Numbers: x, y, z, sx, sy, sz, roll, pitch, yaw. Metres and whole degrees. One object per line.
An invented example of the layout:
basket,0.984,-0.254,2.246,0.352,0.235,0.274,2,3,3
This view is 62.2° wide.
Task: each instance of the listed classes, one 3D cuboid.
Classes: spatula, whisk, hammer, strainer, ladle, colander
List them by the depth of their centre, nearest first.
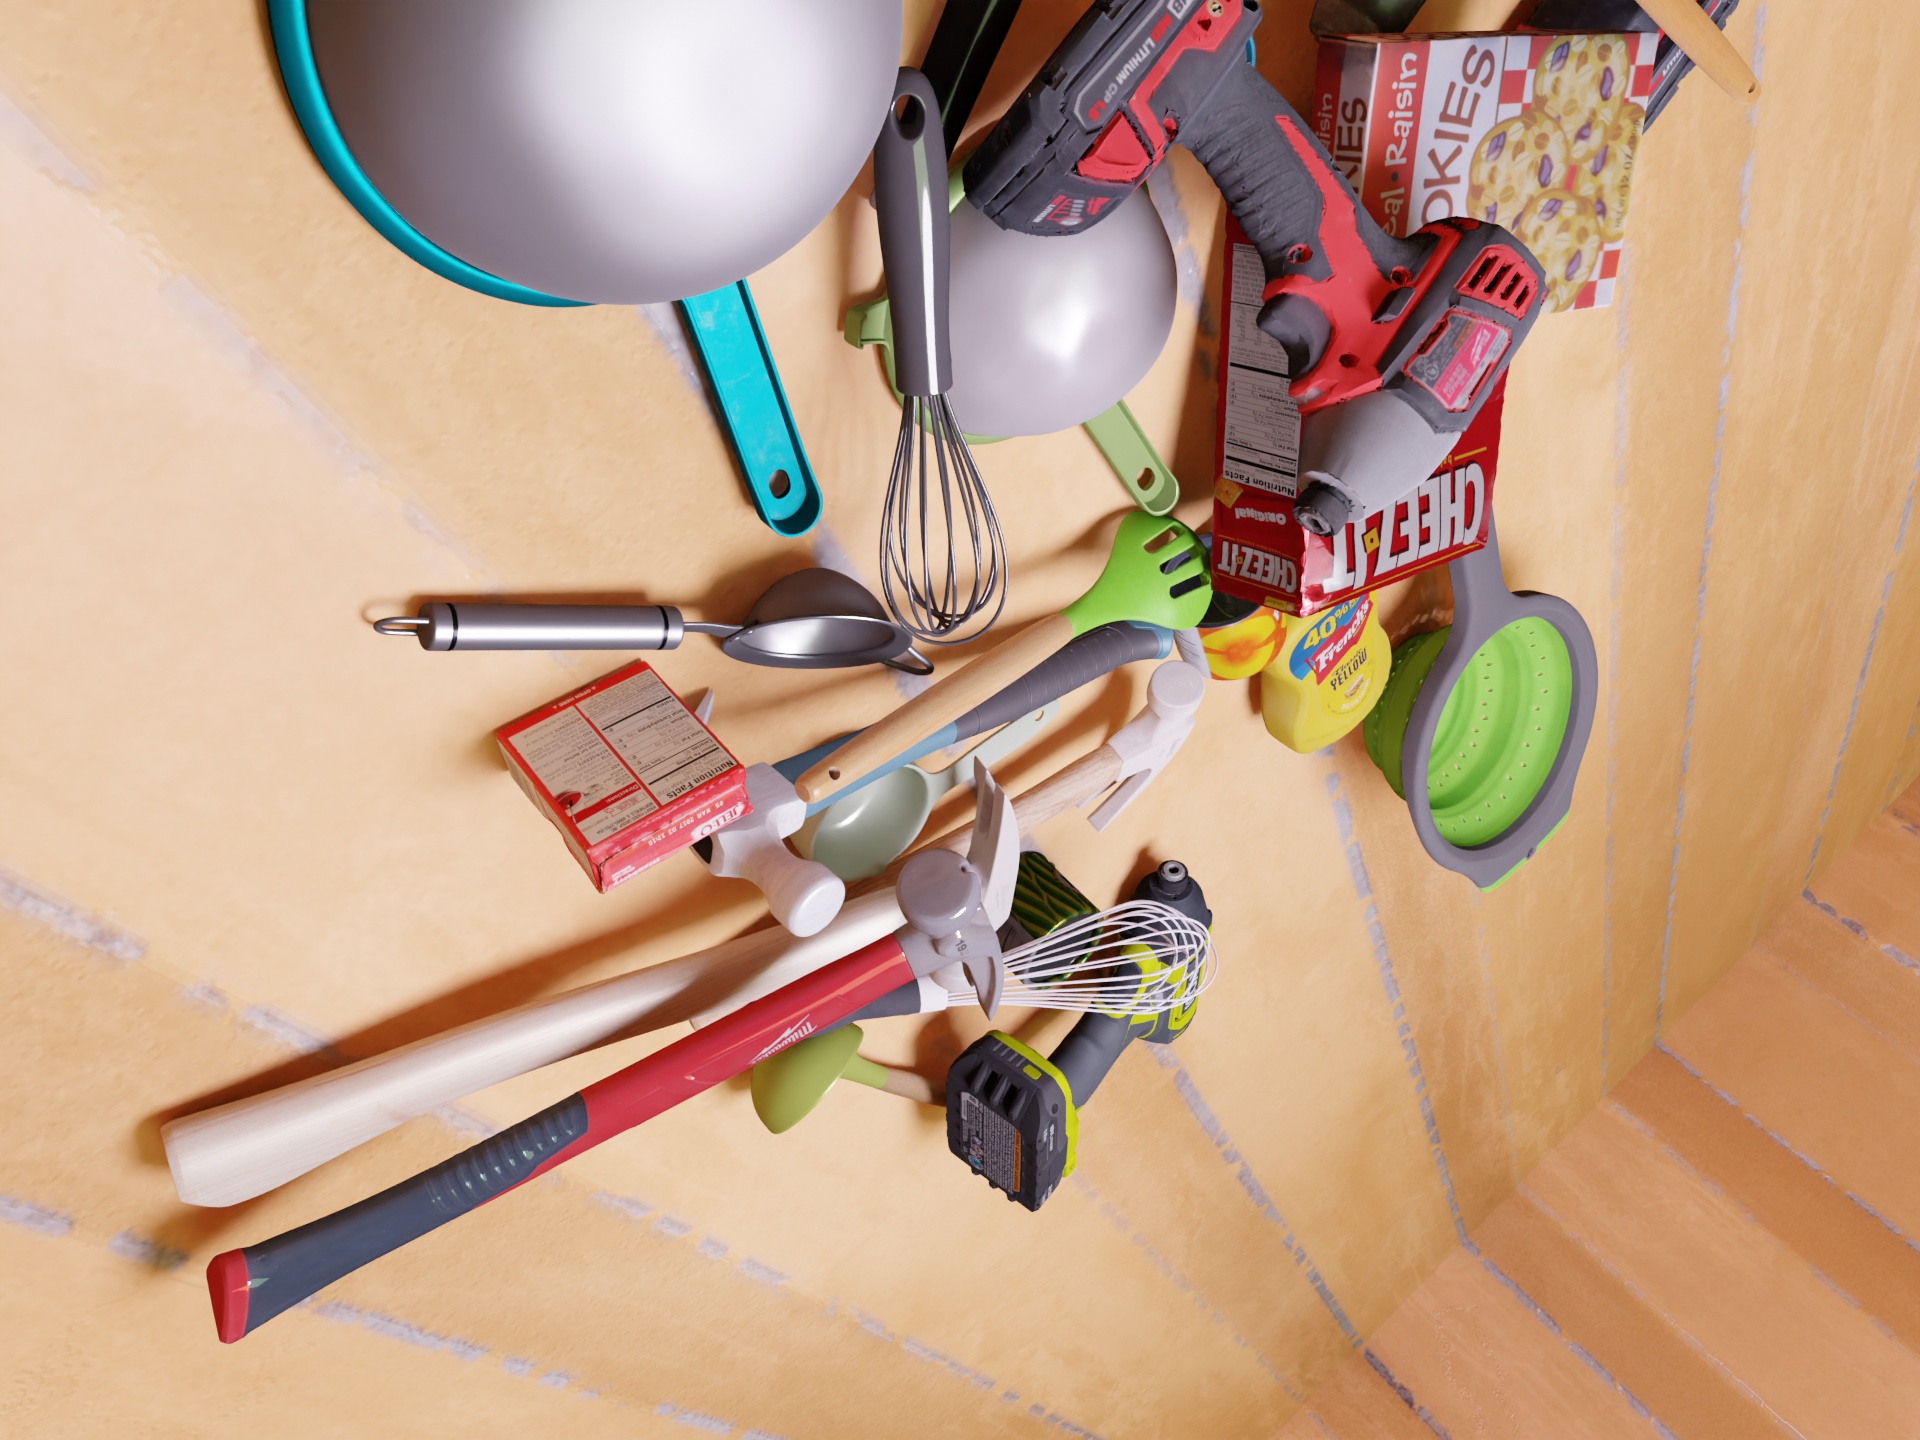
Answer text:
strainer,-0.080,-0.172,0.539,0.211,0.095,0.340,-36,142,-16
whisk,-0.011,-0.135,0.637,0.055,0.055,0.238,-25,128,-29
strainer,-0.118,-0.042,0.674,0.258,0.050,0.087,-2,169,-39
spatula,0.293,-0.340,0.710,0.322,0.041,0.081,6,118,-47
strainer,0.066,-0.154,0.731,0.151,0.069,0.256,-47,143,0
hammer,-0.158,0.185,0.746,0.386,0.038,0.143,-26,149,-8
hammer,-0.155,0.128,0.754,0.410,0.038,0.146,-16,135,-26
hammer,-0.001,-0.003,0.785,0.331,0.128,0.033,-25,141,-42
hammer,-0.008,0.078,0.891,0.331,0.031,0.130,-29,159,-17
whisk,0.014,0.151,0.908,0.284,0.070,0.070,-7,132,-14
ladle,-0.033,0.242,1.022,0.078,0.062,0.319,-46,148,5
colander,0.333,-0.065,1.097,0.204,0.095,0.396,-37,126,-22

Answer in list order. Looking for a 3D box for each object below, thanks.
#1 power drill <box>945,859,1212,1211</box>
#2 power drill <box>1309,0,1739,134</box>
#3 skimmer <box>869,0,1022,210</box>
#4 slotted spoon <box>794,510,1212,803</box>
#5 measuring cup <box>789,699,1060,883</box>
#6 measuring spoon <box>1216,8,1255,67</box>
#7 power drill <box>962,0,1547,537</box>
power drill,0.089,0.204,1.074,0.223,0.080,0.171,-42,148,-33
power drill,0.265,-0.351,0.747,0.226,0.080,0.188,23,106,-50
skimmer,0.053,-0.332,0.530,0.127,0.090,0.363,20,115,-17
slotted spoon,0.035,-0.034,0.775,0.314,0.070,0.031,-33,-177,-40
measuring cup,-0.020,0.022,0.841,0.167,0.038,0.083,-31,142,-25
measuring spoon,0.091,-0.311,0.658,0.042,0.021,0.128,-38,135,-11
power drill,0.117,-0.181,0.621,0.219,0.078,0.143,38,77,-13
